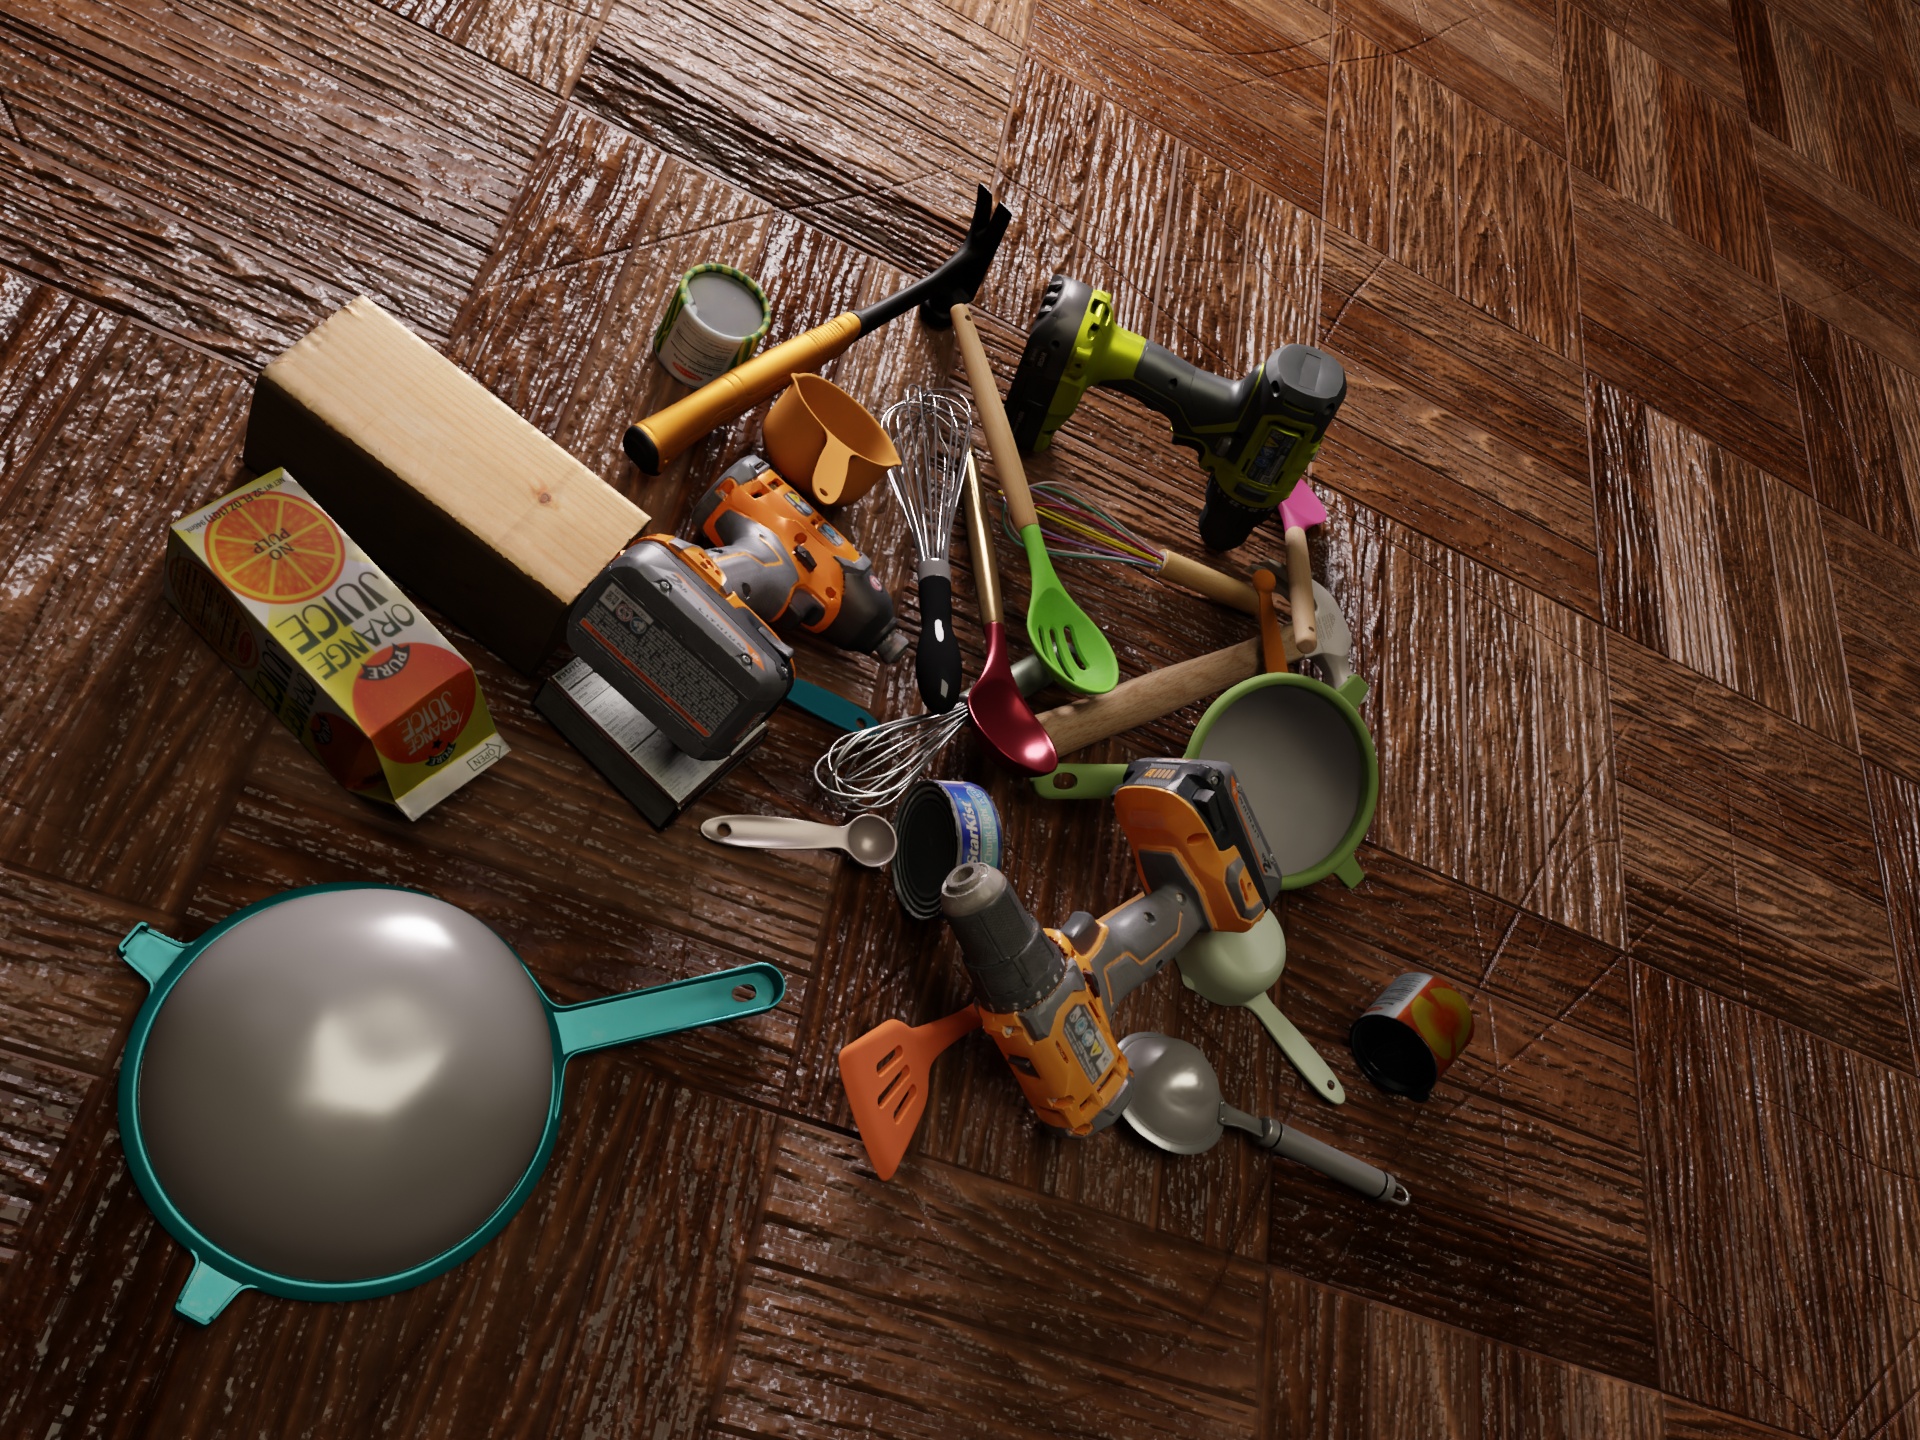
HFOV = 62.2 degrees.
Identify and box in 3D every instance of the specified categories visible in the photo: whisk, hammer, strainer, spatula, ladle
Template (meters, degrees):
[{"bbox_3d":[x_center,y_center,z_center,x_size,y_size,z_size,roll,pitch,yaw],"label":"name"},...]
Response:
[{"bbox_3d":[0.133,-0.124,1.196,0.244,0.047,0.051,19,74,-24],"label":"whisk"},{"bbox_3d":[0.163,-0.029,1.157,0.331,0.031,0.130,-19,90,-33],"label":"hammer"},{"bbox_3d":[-0.002,-0.003,1.053,0.059,0.057,0.246,26,38,33],"label":"whisk"},{"bbox_3d":[0.192,0.260,1.024,0.258,0.050,0.087,28,40,-18],"label":"strainer"},{"bbox_3d":[-0.096,-0.263,1.105,0.034,0.127,0.337,47,58,7],"label":"hammer"},{"bbox_3d":[0.164,0.041,1.112,0.256,0.069,0.151,1,91,-16],"label":"strainer"},{"bbox_3d":[-0.018,-0.122,1.077,0.070,0.070,0.285,13,52,-23],"label":"whisk"},{"bbox_3d":[0.043,0.167,0.987,0.322,0.041,0.081,-27,103,-39],"label":"spatula"},{"bbox_3d":[-0.233,0.157,0.801,0.340,0.095,0.211,-8,69,-31],"label":"strainer"},{"bbox_3d":[0.019,-0.082,1.084,0.069,0.031,0.316,23,42,-32],"label":"ladle"}]

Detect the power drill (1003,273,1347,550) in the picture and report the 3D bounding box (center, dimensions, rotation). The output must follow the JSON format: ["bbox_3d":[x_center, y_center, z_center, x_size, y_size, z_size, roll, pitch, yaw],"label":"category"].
[{"bbox_3d":[0.150,-0.222,1.188,0.228,0.190,0.080,20,55,-2],"label":"power drill"}]

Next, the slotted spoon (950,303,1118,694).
[{"bbox_3d":[0.042,-0.157,1.117,0.070,0.031,0.314,-3,69,-40],"label":"slotted spoon"}]

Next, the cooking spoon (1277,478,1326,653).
[{"bbox_3d":[0.256,-0.131,1.216,0.068,0.017,0.319,33,30,-11],"label":"cooking spoon"}]

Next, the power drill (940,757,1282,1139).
[{"bbox_3d":[0.088,0.112,0.967,0.226,0.084,0.185,-45,119,-32],"label":"power drill"}]

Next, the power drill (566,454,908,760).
[{"bbox_3d":[-0.120,-0.065,0.962,0.164,0.084,0.226,43,28,-5],"label":"power drill"}]

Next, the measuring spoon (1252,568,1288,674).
[{"bbox_3d":[0.234,-0.056,1.179,0.021,0.011,0.117,-4,82,-31],"label":"measuring spoon"}]

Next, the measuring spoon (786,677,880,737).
[{"bbox_3d":[-0.109,-0.015,1.019,0.128,0.021,0.042,26,53,-26],"label":"measuring spoon"}]

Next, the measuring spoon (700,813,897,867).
[{"bbox_3d":[-0.100,0.072,0.977,0.124,0.018,0.034,6,66,-19],"label":"measuring spoon"}]

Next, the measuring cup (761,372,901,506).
[{"bbox_3d":[-0.094,-0.165,1.044,0.095,0.052,0.174,37,27,-18],"label":"measuring cup"}]

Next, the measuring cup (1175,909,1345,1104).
[{"bbox_3d":[0.213,0.187,1.073,0.083,0.038,0.167,-33,82,-38],"label":"measuring cup"}]
